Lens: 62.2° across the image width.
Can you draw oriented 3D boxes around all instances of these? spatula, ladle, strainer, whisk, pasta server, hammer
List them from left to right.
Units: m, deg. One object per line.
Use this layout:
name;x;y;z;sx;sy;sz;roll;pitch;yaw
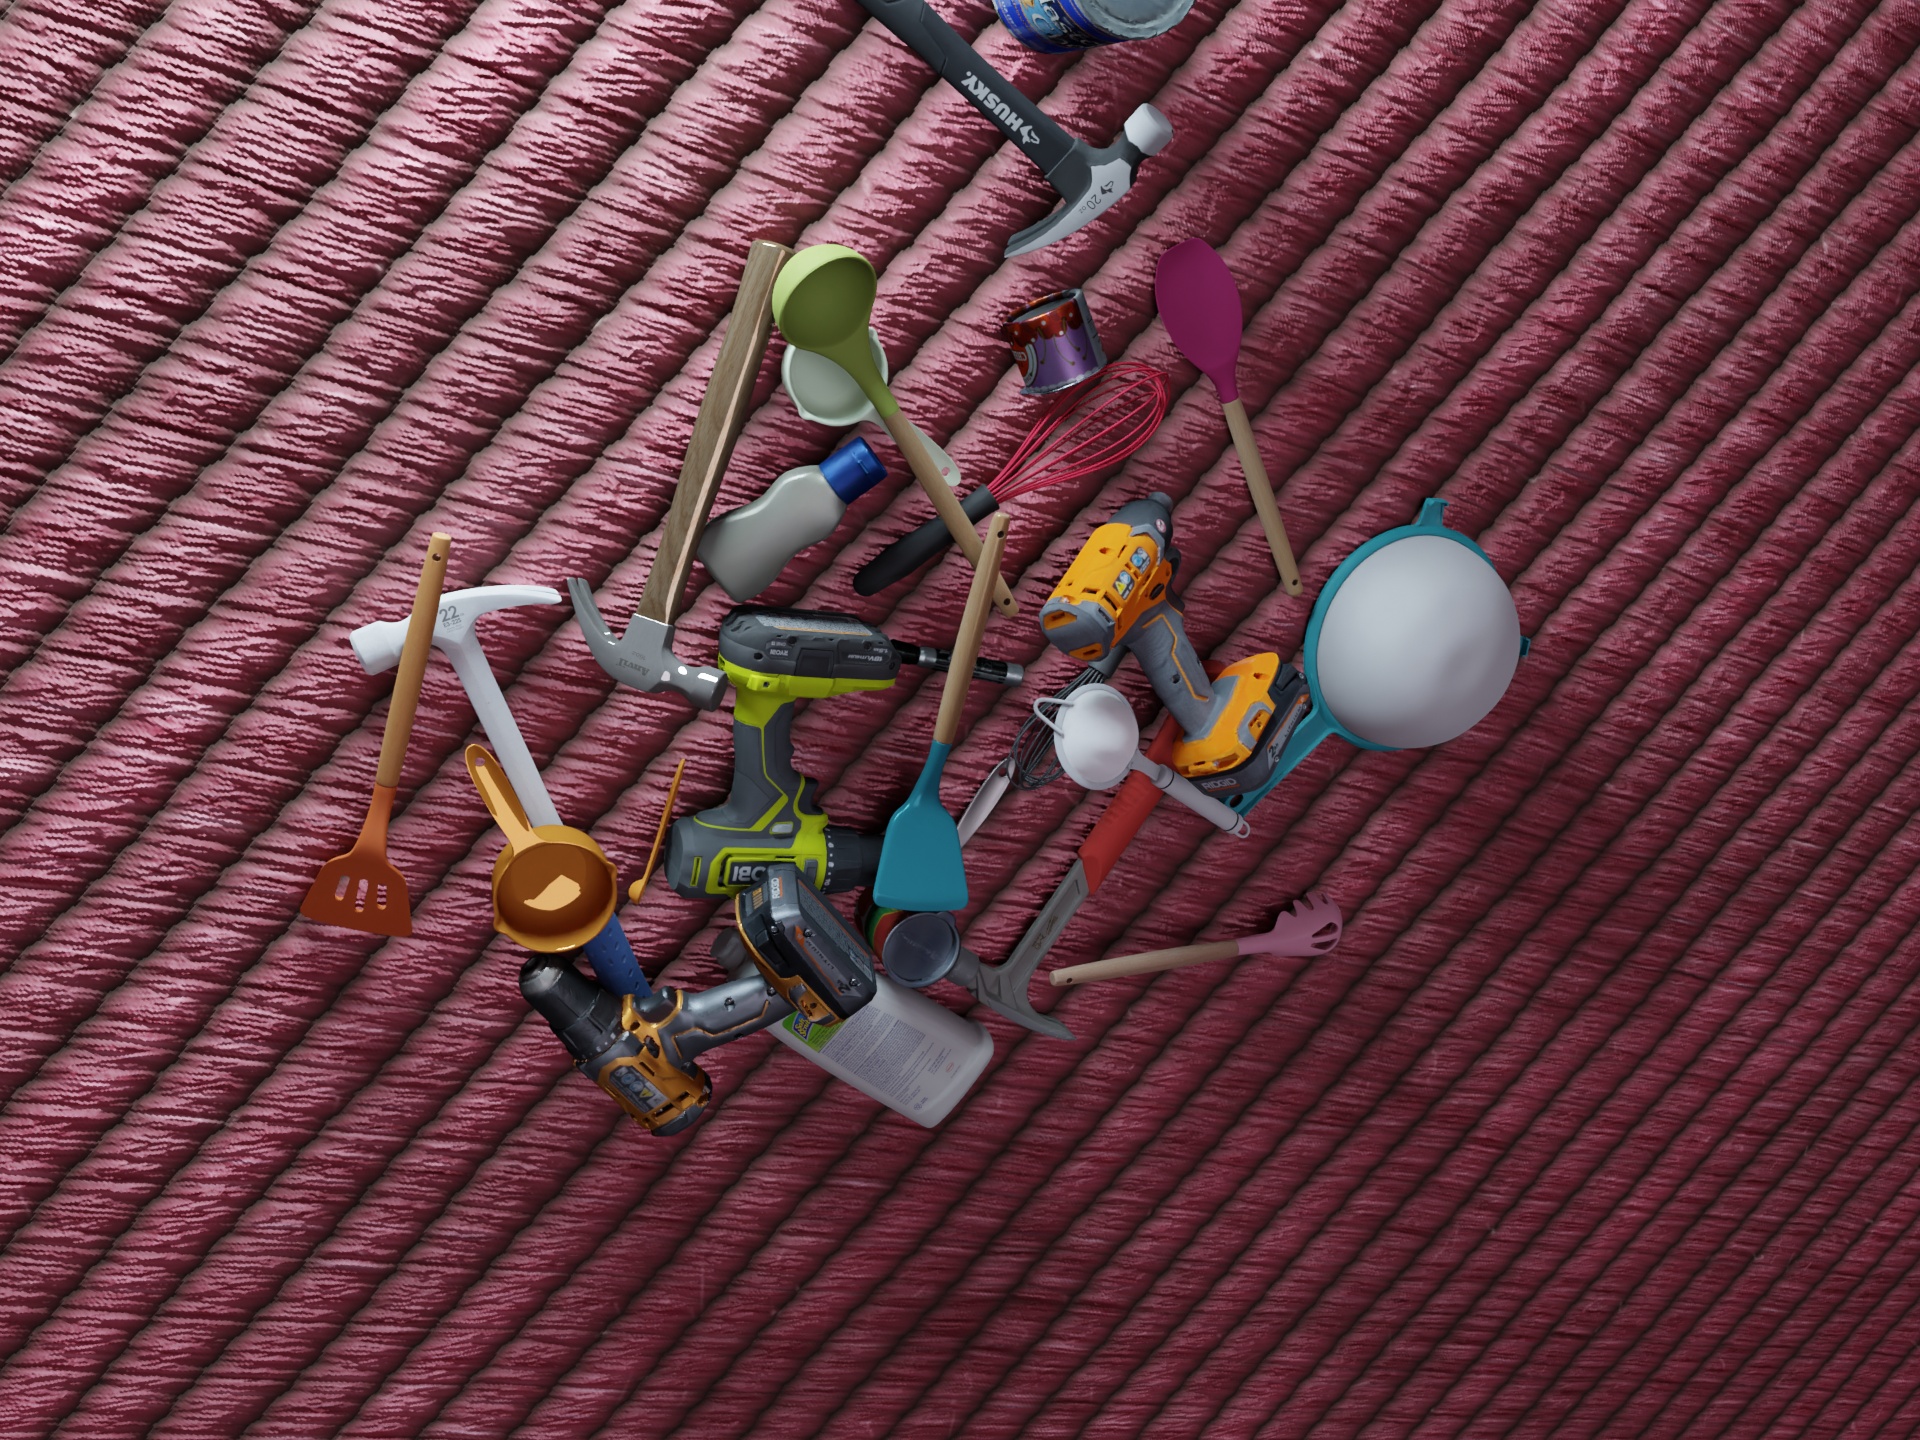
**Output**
spatula;-0.398;0.018;1.118;0.081;0.041;0.322;14;108;-15
hammer;-0.303;0.086;1.203;0.144;0.035;0.405;-24;114;-12
hammer;-0.186;-0.182;1.140;0.130;0.031;0.331;19;93;8
ladle;-0.034;-0.199;1.154;0.078;0.062;0.320;-35;116;-4
hammer;-0.021;-0.467;1.105;0.334;0.035;0.146;37;127;-19
spatula;-0.002;-0.004;1.220;0.082;0.044;0.317;6;110;-24
whisk;0.039;-0.185;1.233;0.296;0.073;0.073;-35;116;-1
whisk;0.113;-0.044;1.317;0.055;0.055;0.239;33;89;-27
hammer;0.136;0.107;1.378;0.149;0.037;0.359;32;94;-27
strainer;0.164;0.042;1.320;0.258;0.050;0.087;32;71;-35
pasta server;0.219;0.205;1.427;0.316;0.040;0.060;-6;109;-24
strainer;0.369;-0.018;1.393;0.340;0.095;0.210;-43;117;-5

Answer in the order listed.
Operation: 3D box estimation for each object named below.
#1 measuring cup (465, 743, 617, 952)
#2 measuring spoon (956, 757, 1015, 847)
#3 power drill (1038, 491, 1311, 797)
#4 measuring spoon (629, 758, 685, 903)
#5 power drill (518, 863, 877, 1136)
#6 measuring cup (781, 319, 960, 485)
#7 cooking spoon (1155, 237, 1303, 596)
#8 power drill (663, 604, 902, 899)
measuring cup;-0.314;0.085;1.150;0.095;0.052;0.173;-27;113;-10
measuring spoon;0.007;0.081;1.336;0.034;0.018;0.124;37;85;-27
power drill;0.177;-0.066;1.266;0.226;0.084;0.164;45;58;-20
measuring spoon;-0.234;0.084;1.222;0.011;0.021;0.117;17;79;-2
power drill;-0.201;0.201;1.202;0.226;0.084;0.185;-33;119;9
measuring cup;-0.064;-0.232;1.189;0.167;0.038;0.083;39;91;-29
cooking spoon;0.229;-0.241;1.308;0.069;0.017;0.318;-29;115;-9
power drill;-0.119;0.034;1.235;0.190;0.080;0.228;3;109;-26
